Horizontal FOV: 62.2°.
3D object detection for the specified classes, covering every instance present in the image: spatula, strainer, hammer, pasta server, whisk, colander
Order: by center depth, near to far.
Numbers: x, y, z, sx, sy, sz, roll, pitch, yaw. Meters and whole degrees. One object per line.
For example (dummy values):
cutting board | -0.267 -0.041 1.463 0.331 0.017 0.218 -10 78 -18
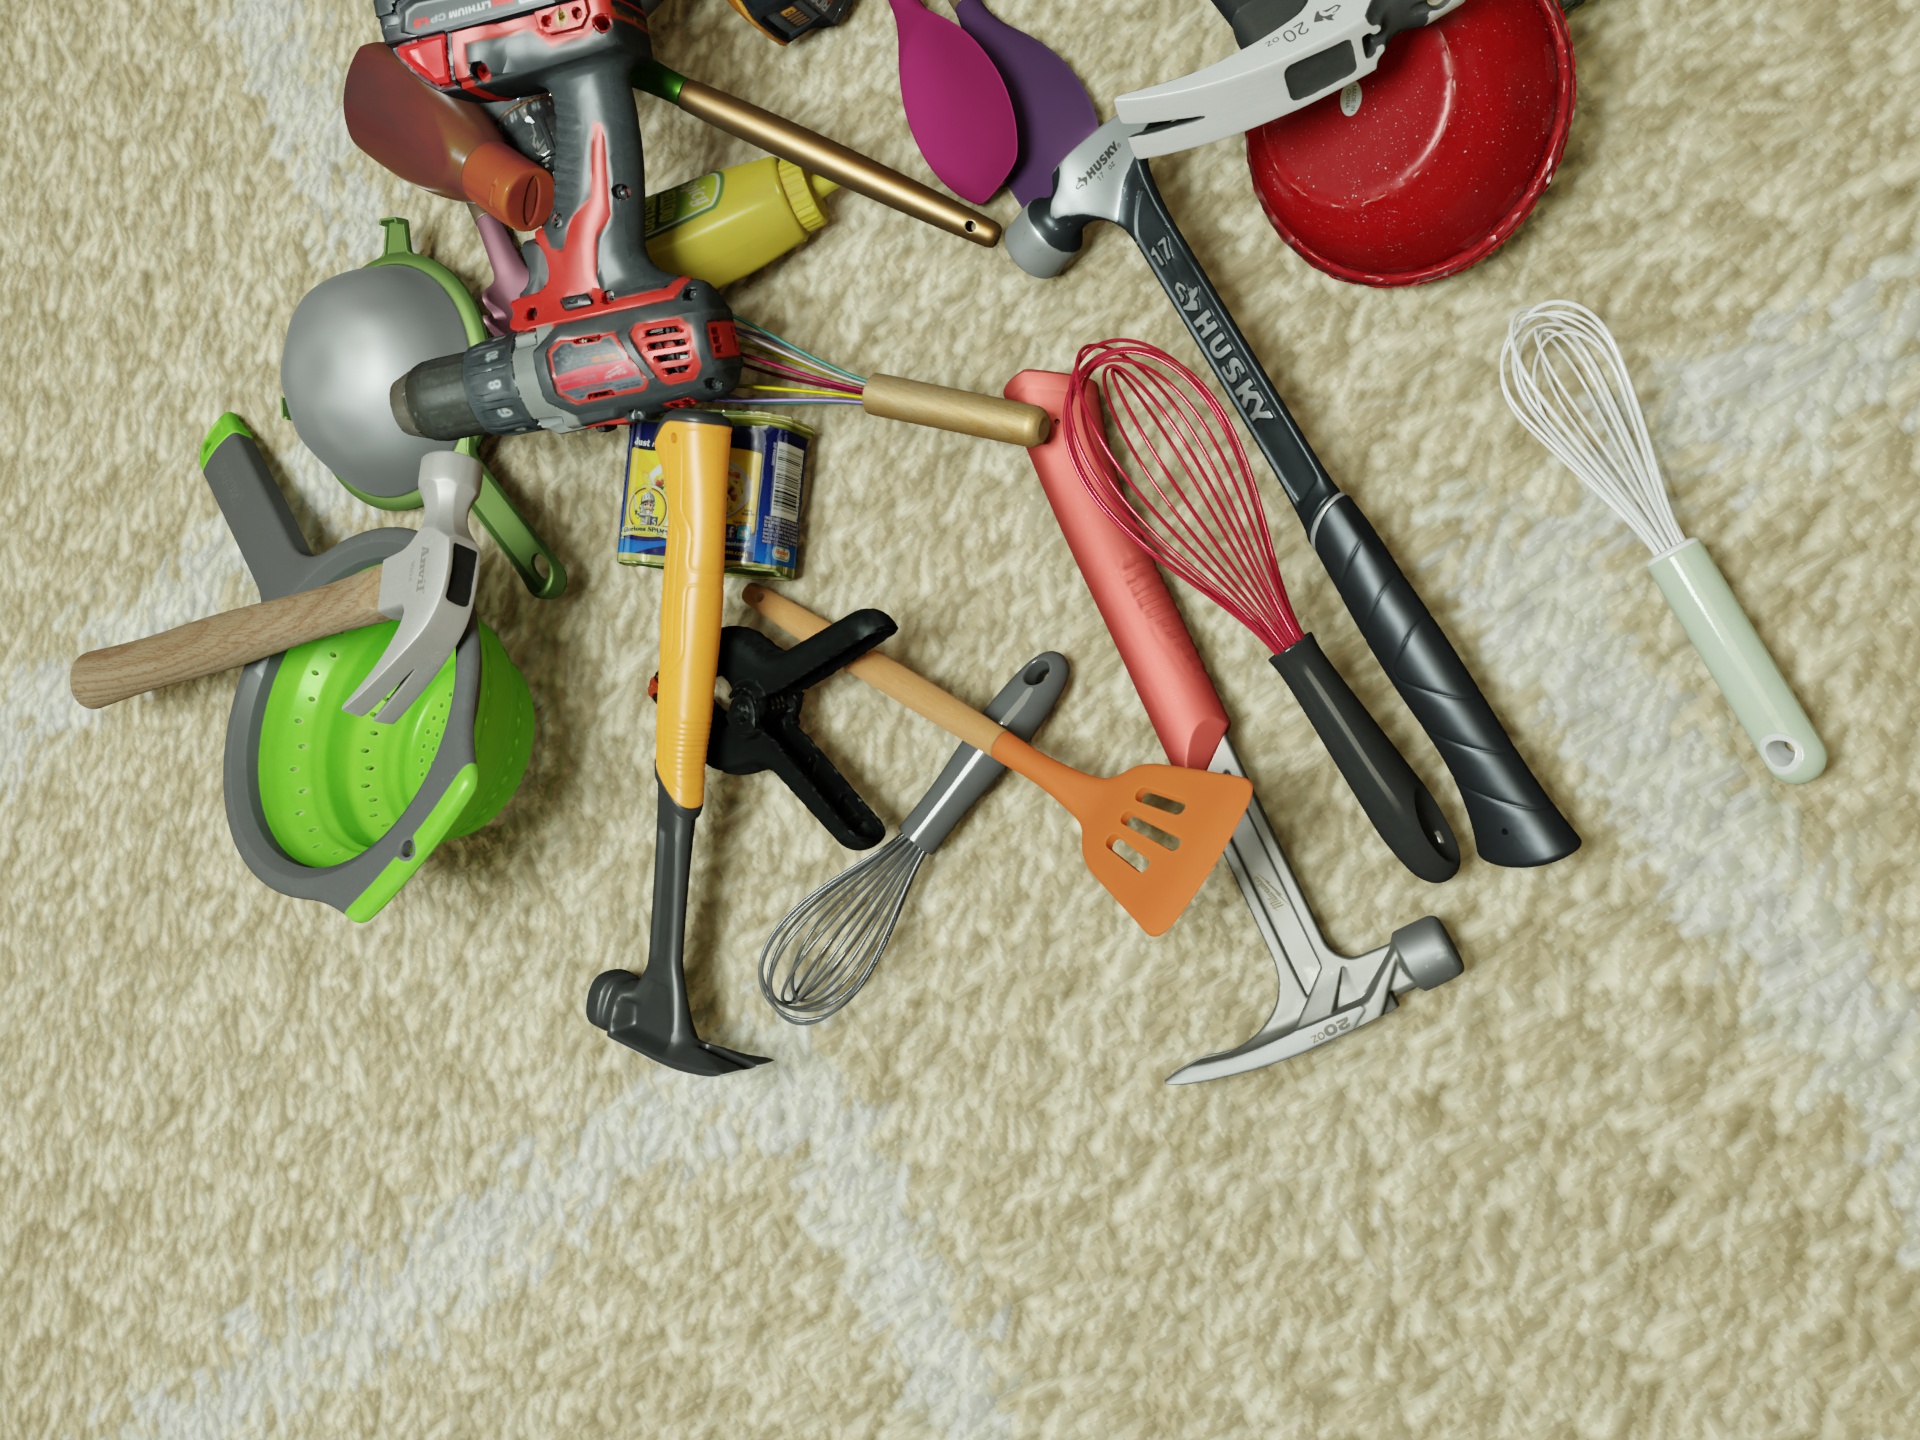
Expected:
whisk | 0.314 -0.082 0.711 0.058 0.059 0.246 -38 76 51
whisk | 0.140 -0.050 0.729 0.073 0.073 0.296 -35 89 14
hammer | 0.167 -0.113 0.745 0.149 0.036 0.409 -39 78 46
hammer | 0.089 -0.391 0.751 0.146 0.035 0.335 -29 55 8
spatula | -0.001 -0.002 0.782 0.323 0.041 0.081 31 86 31
hammer | 0.098 -0.009 0.783 0.149 0.036 0.359 -27 78 15
hammer | -0.139 0.012 0.814 0.127 0.034 0.337 11 100 43
whisk | -0.023 0.059 0.818 0.055 0.055 0.239 40 95 17
whisk | -0.062 -0.178 0.833 0.245 0.047 0.051 17 102 27
spatula | -0.005 -0.407 0.856 0.060 0.018 0.316 -31 77 23
hammer | -0.384 -0.046 0.868 0.331 0.031 0.130 -11 69 31
strainer | -0.314 -0.161 0.899 0.256 0.069 0.151 49 114 20
colander | -0.348 -0.049 0.923 0.204 0.094 0.398 -48 55 13
pasta server | -0.288 -0.322 0.939 0.060 0.040 0.316 -20 75 -19

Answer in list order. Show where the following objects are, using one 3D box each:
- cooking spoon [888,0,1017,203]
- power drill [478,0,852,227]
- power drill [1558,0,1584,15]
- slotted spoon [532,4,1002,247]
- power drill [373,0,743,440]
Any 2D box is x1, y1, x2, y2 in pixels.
cooking spoon | -0.044 -0.419 0.867 0.068 0.017 0.319 -40 70 46
power drill | -0.174 -0.381 0.883 0.226 0.084 0.185 -21 85 21
power drill | 0.281 -0.455 0.731 0.190 0.080 0.228 -32 80 16
slotted spoon | -0.120 -0.318 0.827 0.314 0.031 0.070 27 112 5
power drill | -0.222 -0.256 0.806 0.188 0.080 0.226 -9 103 12
